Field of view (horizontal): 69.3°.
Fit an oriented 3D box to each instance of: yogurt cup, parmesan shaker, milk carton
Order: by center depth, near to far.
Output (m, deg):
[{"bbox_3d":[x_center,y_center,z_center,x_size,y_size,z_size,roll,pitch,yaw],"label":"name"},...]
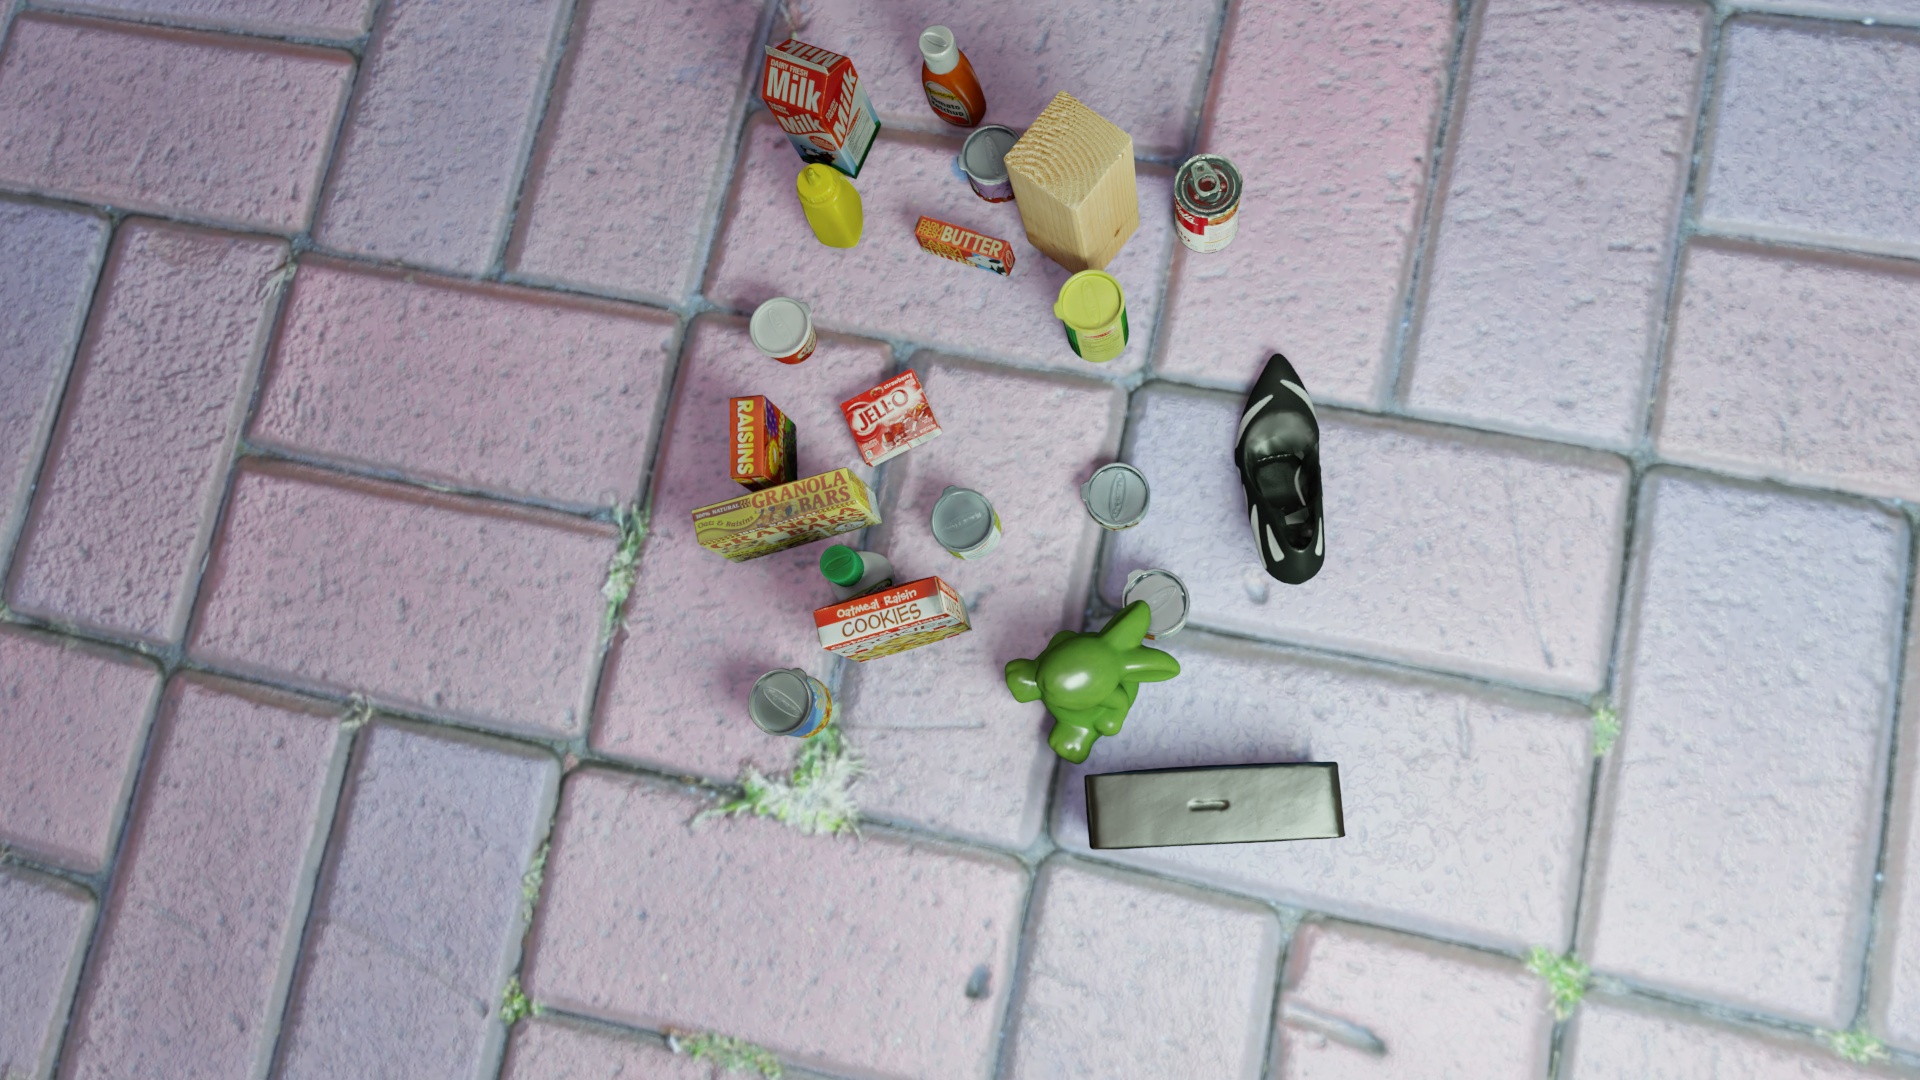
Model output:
[{"bbox_3d":[0.135,-0.227,1.422,0.071,0.103,0.071,-2,80,9],"label":"parmesan shaker"},{"bbox_3d":[-0.149,-0.463,1.466,0.072,0.190,0.073,23,84,12],"label":"milk carton"},{"bbox_3d":[-0.188,-0.223,1.498,0.072,0.054,0.072,-2,80,9],"label":"yogurt cup"}]

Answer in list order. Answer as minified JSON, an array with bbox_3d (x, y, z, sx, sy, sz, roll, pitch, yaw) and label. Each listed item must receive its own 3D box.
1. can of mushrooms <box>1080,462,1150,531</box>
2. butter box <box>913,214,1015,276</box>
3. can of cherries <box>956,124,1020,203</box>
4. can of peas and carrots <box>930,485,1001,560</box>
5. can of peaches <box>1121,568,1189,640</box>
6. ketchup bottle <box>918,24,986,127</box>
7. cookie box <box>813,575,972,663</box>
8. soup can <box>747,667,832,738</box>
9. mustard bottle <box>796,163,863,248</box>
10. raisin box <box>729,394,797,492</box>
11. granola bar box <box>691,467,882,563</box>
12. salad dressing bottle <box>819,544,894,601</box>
[{"bbox_3d":[0.159,-0.044,1.420,0.071,0.033,0.071,-2,79,9],"label":"can of mushrooms"},{"bbox_3d":[0.005,-0.315,1.485,0.103,0.053,0.024,19,84,12],"label":"butter box"},{"bbox_3d":[0.035,-0.404,1.494,0.071,0.058,0.071,-2,80,9],"label":"can of cherries"},{"bbox_3d":[0.005,-0.018,1.426,0.071,0.058,0.071,-2,80,9],"label":"can of peas and carrots"},{"bbox_3d":[0.193,0.062,1.382,0.071,0.058,0.071,-2,80,9],"label":"can of peaches"},{"bbox_3d":[-0.013,-0.493,1.472,0.065,0.148,0.043,26,85,13],"label":"ketchup bottle"},{"bbox_3d":[-0.063,0.079,1.363,0.123,0.167,0.040,-17,78,6],"label":"cookie box"},{"bbox_3d":[-0.169,0.164,1.407,0.071,0.083,0.071,-2,80,9],"label":"soup can"},{"bbox_3d":[-0.141,-0.360,1.461,0.049,0.160,0.065,4,81,10],"label":"mustard bottle"},{"bbox_3d":[-0.203,-0.093,1.441,0.040,0.123,0.086,-3,80,9],"label":"raisin box"},{"bbox_3d":[-0.175,-0.025,1.423,0.165,0.124,0.039,-15,78,6],"label":"granola bar box"},{"bbox_3d":[-0.106,0.034,1.389,0.064,0.147,0.044,-27,77,4],"label":"salad dressing bottle"}]
